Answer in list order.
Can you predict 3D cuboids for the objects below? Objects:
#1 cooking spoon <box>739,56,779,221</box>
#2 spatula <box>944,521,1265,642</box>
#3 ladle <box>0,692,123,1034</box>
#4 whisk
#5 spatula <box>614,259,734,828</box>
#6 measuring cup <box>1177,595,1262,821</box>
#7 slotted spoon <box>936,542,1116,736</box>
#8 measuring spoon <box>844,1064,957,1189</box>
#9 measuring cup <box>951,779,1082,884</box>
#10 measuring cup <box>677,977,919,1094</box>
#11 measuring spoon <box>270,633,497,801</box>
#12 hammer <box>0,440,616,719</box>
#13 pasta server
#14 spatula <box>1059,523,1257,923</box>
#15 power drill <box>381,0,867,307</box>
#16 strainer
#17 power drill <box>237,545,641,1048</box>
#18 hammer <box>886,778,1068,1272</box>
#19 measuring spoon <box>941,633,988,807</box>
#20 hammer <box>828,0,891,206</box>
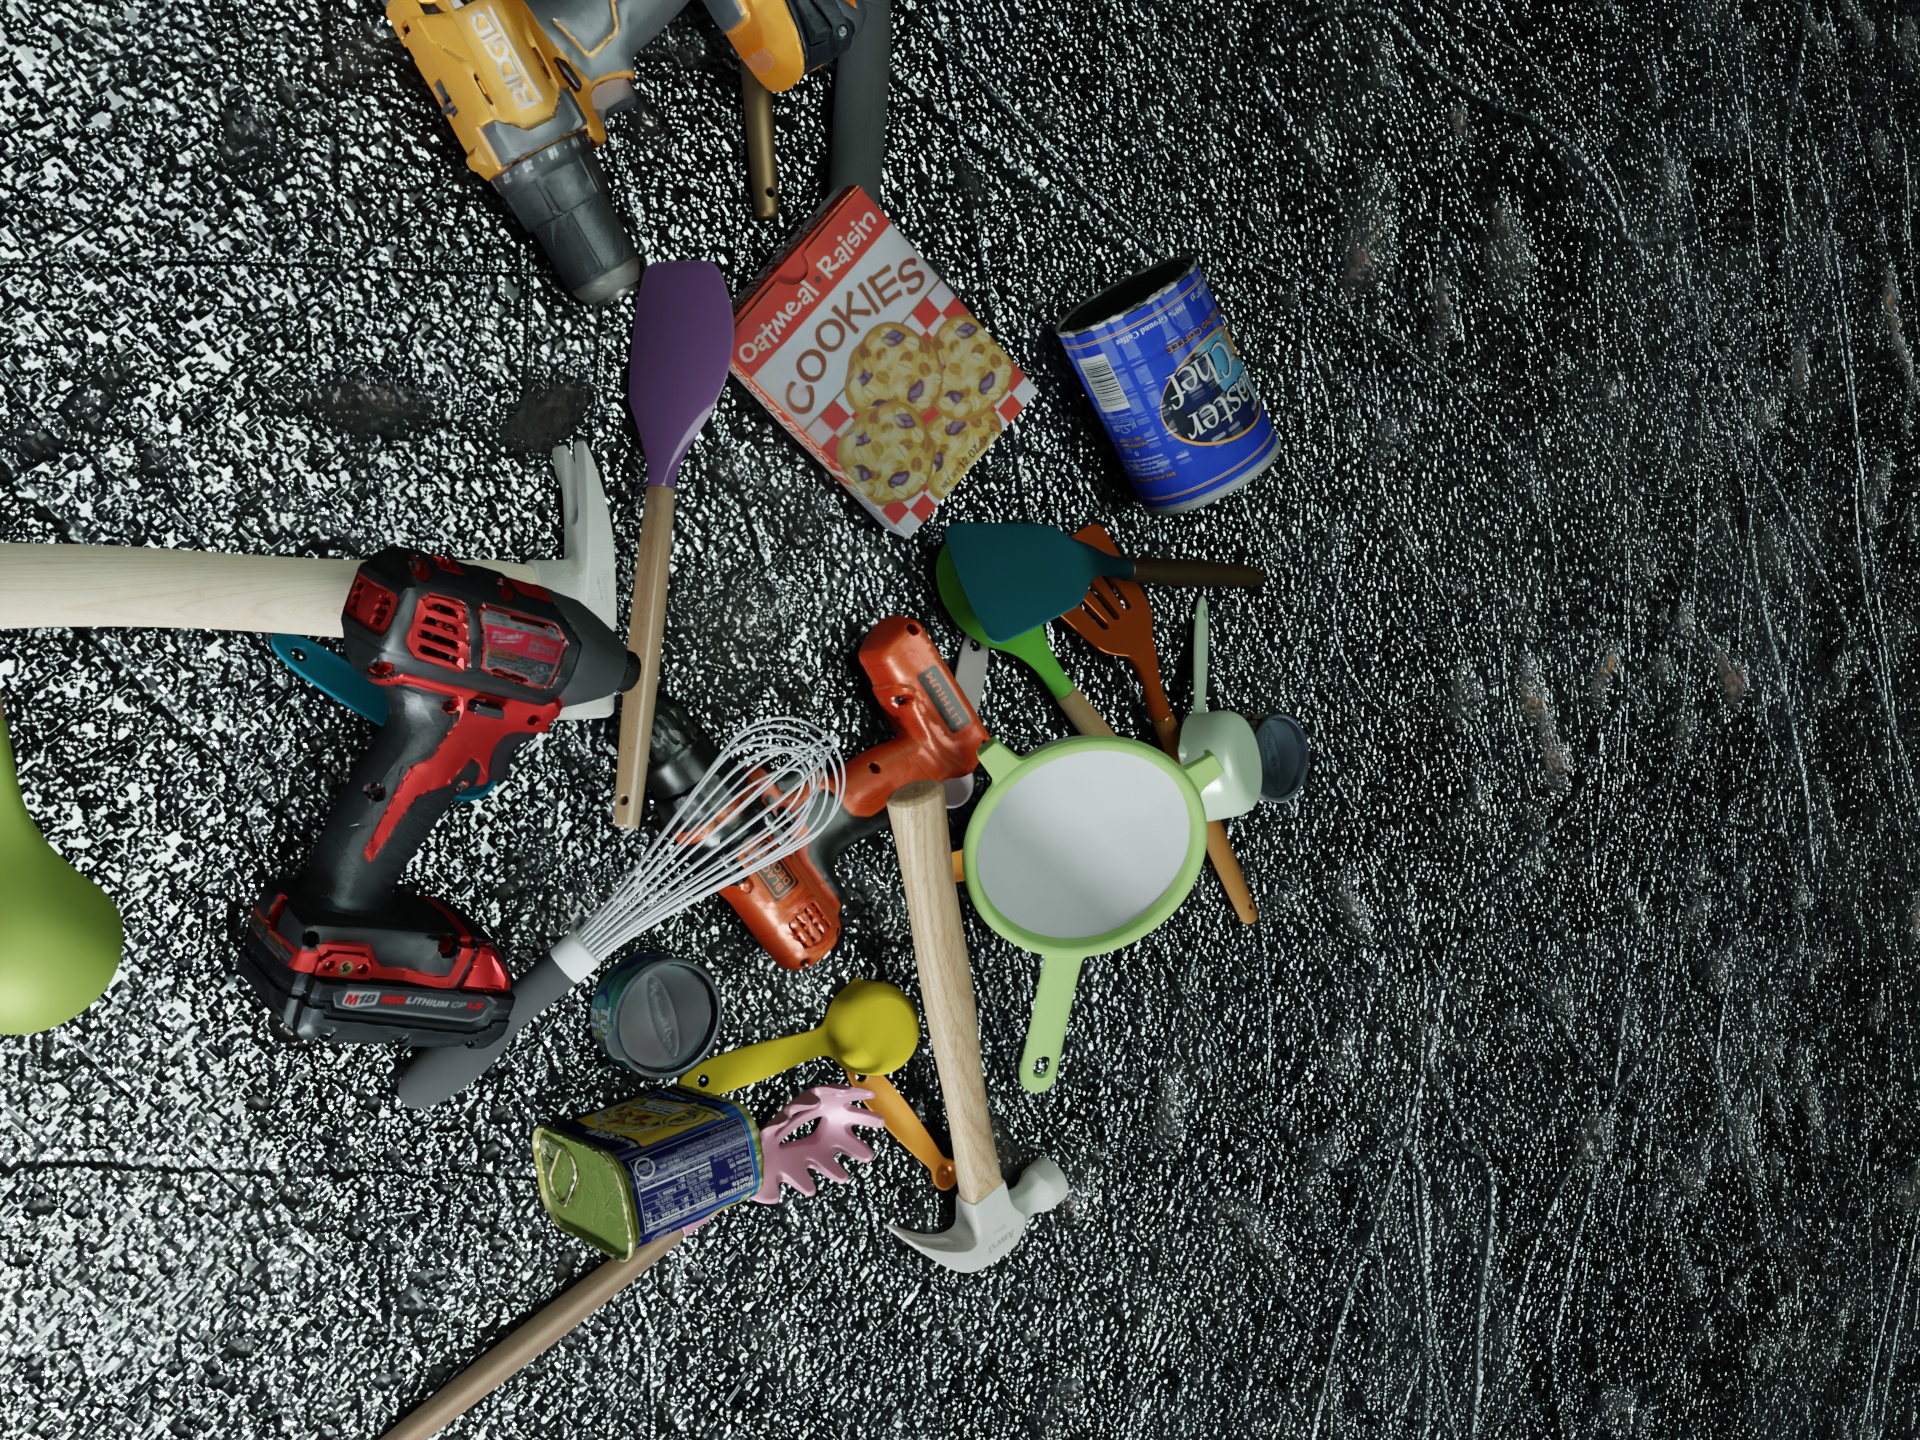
[{"bbox_3d":[-0.124,-0.449,0.913,0.068,0.017,0.319,-6,94,-35],"label":"cooking spoon"},{"bbox_3d":[0.116,-0.097,1.068,0.317,0.044,0.082,-4,66,-51],"label":"spatula"},{"bbox_3d":[-0.422,-0.024,0.681,0.078,0.062,0.320,-10,89,-32],"label":"ladle"},{"bbox_3d":[-0.173,0.101,0.820,0.284,0.070,0.070,-40,115,-8],"label":"whisk"},{"bbox_3d":[-0.161,-0.099,0.854,0.018,0.060,0.316,42,52,-75],"label":"spatula"},{"bbox_3d":[0.185,-0.012,1.120,0.083,0.038,0.168,31,57,-55],"label":"measuring cup"},{"bbox_3d":[0.085,-0.004,1.068,0.313,0.031,0.070,51,60,-29],"label":"slotted spoon"},{"bbox_3d":[-0.038,0.250,0.991,0.021,0.011,0.116,-47,113,-27],"label":"measuring spoon"},{"bbox_3d":[0.055,0.076,1.043,0.173,0.052,0.095,-12,101,-12],"label":"measuring cup"},{"bbox_3d":[-0.091,0.194,0.934,0.156,0.029,0.062,-11,90,-36],"label":"measuring cup"},{"bbox_3d":[-0.289,-0.001,0.793,0.128,0.021,0.042,38,44,-22],"label":"measuring spoon"},{"bbox_3d":[-0.335,-0.067,0.708,0.410,0.038,0.146,-3,91,-46],"label":"hammer"},{"bbox_3d":[-0.173,0.297,0.869,0.316,0.040,0.060,-32,120,-32],"label":"pasta server"},{"bbox_3d":[0.144,0.015,1.121,0.081,0.041,0.322,-42,118,-31],"label":"spatula"},{"bbox_3d":[-0.161,-0.343,0.839,0.226,0.084,0.185,-36,111,-21],"label":"power drill"},{"bbox_3d":[0.063,0.113,0.998,0.151,0.069,0.256,3,116,-13],"label":"strainer"},{"bbox_3d":[-0.239,0.037,0.749,0.143,0.079,0.219,16,97,-46],"label":"power drill"},{"bbox_3d":[-0.005,0.190,0.954,0.130,0.031,0.331,-28,119,-38],"label":"hammer"},{"bbox_3d":[-0.002,-0.003,1.016,0.034,0.018,0.124,19,72,-25],"label":"measuring spoon"},{"bbox_3d":[-0.055,-0.427,0.957,0.128,0.033,0.331,6,87,-38],"label":"hammer"}]
